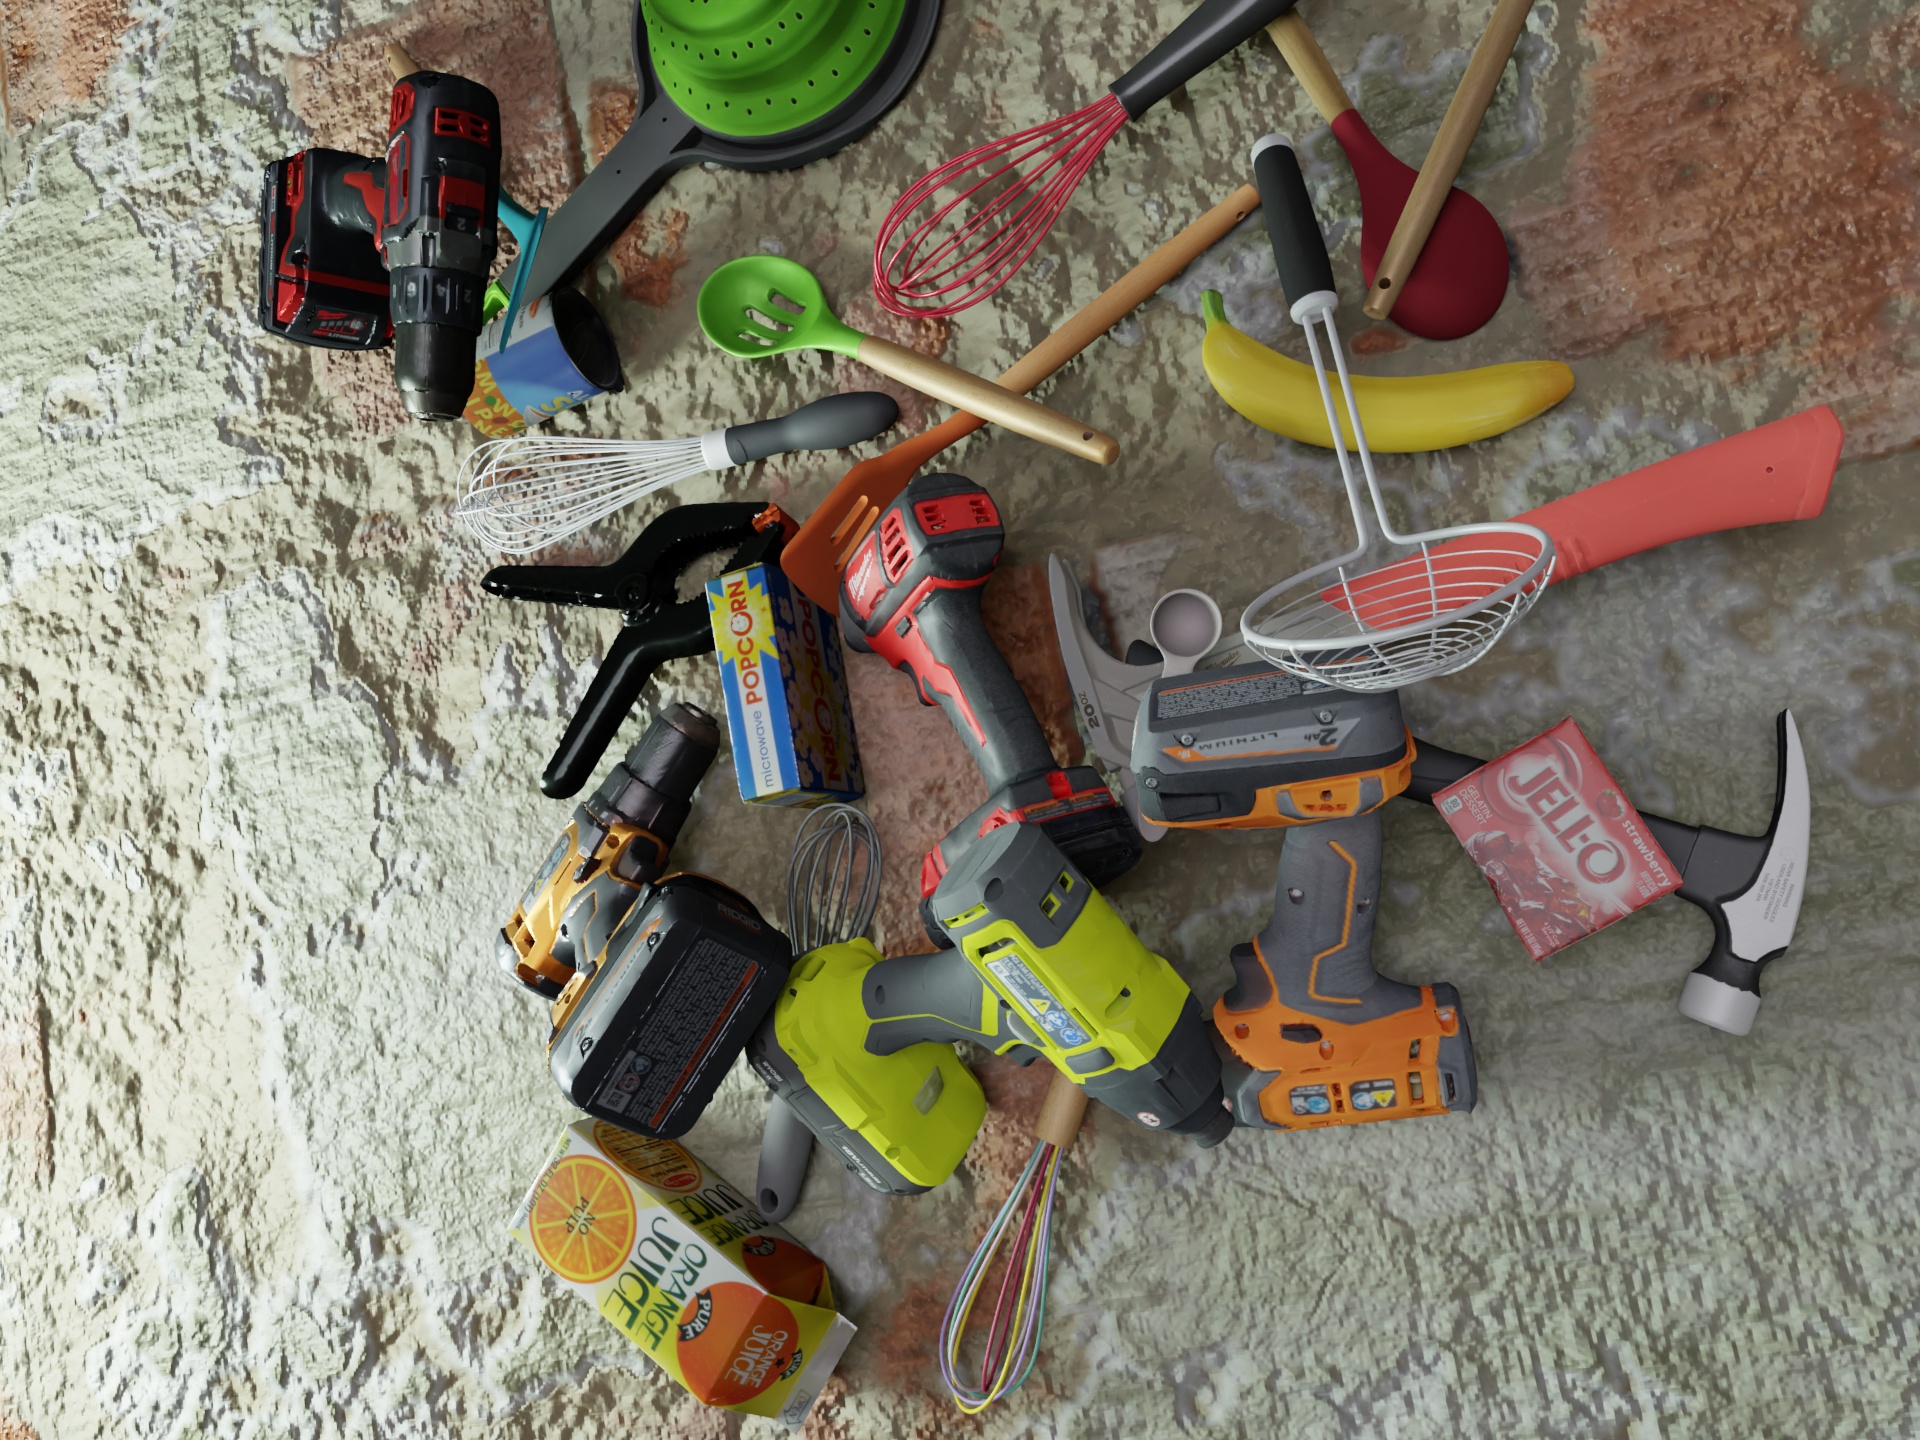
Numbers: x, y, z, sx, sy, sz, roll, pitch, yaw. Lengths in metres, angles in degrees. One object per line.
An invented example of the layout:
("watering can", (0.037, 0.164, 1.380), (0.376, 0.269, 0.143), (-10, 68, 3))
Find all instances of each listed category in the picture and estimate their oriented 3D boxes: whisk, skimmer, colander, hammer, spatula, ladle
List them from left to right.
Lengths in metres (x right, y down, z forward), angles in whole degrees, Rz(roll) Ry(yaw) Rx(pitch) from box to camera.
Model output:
("spatula", (-0.309, -0.343, 0.980), (0.318, 0.044, 0.082), (53, 129, 32))
("colander", (-0.178, -0.380, 0.941), (0.397, 0.094, 0.205), (-44, 72, 11))
("whisk", (-0.171, -0.152, 0.940), (0.284, 0.070, 0.070), (-10, 81, 15))
("whisk", (-0.084, 0.162, 0.879), (0.055, 0.055, 0.239), (12, 94, 21))
("spatula", (0.035, -0.178, 0.866), (0.322, 0.081, 0.041), (-38, 56, 8))
("whisk", (0.044, 0.240, 0.824), (0.051, 0.047, 0.245), (19, 88, 3))
("whisk", (0.070, -0.319, 0.854), (0.296, 0.073, 0.073), (-35, 74, 14))
("ladle", (0.190, -0.336, 0.835), (0.069, 0.031, 0.316), (-29, 74, 13))
("skimmer", (0.168, -0.164, 0.723), (0.127, 0.090, 0.364), (-15, 56, 16))
("hammer", (0.220, -0.072, 0.752), (0.359, 0.036, 0.149), (-21, 78, 19))
("hammer", (0.235, 0.022, 0.777), (0.335, 0.035, 0.146), (20, 93, 22))
("ladle", (0.265, -0.346, 0.774), (0.078, 0.062, 0.320), (24, 88, 24))

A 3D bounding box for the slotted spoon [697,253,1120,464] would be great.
("slotted spoon", (-0.035, -0.193, 0.865), (0.314, 0.031, 0.070), (31, 77, 36))

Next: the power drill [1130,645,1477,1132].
("power drill", (0.142, 0.091, 0.737), (0.164, 0.084, 0.226), (-10, 110, 12))

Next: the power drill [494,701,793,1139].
("power drill", (-0.165, 0.095, 0.849), (0.185, 0.084, 0.226), (-57, 30, 1))

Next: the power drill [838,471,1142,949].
("power drill", (-0.001, -0.003, 0.826), (0.143, 0.078, 0.220), (-44, 63, 55))

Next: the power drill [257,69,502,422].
("power drill", (-0.343, -0.268, 0.949), (0.227, 0.080, 0.188), (7, 95, 49))

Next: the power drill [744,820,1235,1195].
("power drill", (0.011, 0.152, 0.757), (0.171, 0.080, 0.223), (49, 137, -11))

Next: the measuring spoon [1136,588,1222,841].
("measuring spoon", (0.102, -0.002, 0.771), (0.034, 0.018, 0.124), (10, 97, 9))
